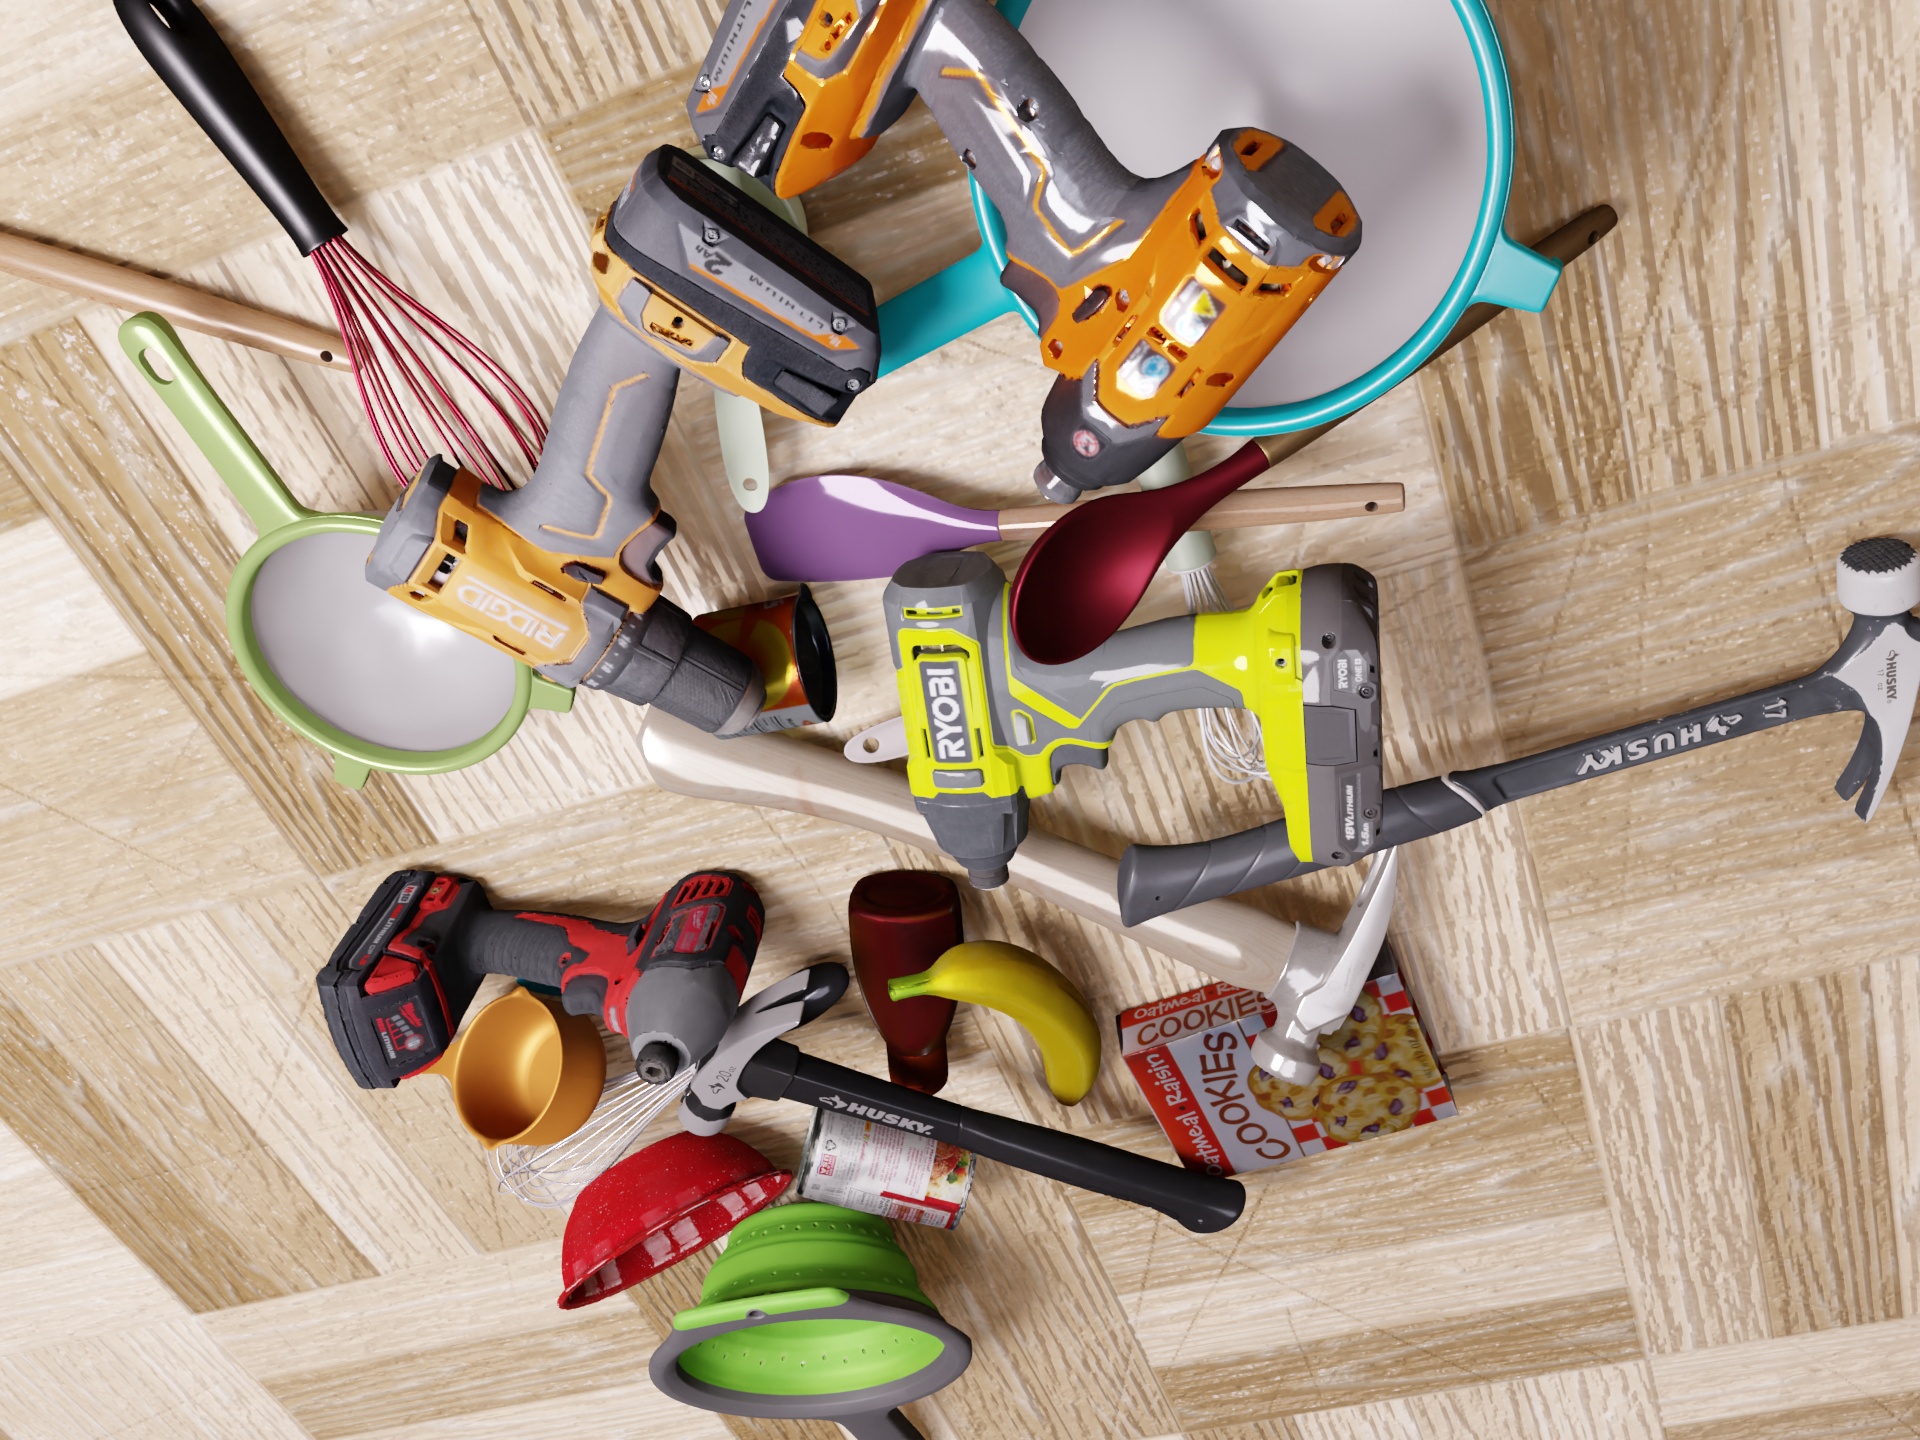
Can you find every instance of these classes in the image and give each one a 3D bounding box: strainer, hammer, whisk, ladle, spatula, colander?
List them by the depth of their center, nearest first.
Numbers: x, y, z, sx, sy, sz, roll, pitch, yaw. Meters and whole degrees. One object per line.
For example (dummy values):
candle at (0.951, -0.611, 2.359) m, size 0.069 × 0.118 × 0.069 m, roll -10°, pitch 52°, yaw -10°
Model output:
strainer at (0.067, -0.211, 0.661) m, size 0.340 × 0.095 × 0.211 m, roll -17°, pitch 108°, yaw 39°
ladle at (0.148, -0.127, 0.671) m, size 0.315 × 0.031 × 0.069 m, roll -35°, pitch 135°, yaw -3°
whisk at (-0.270, -0.195, 0.707) m, size 0.073 × 0.073 × 0.295 m, roll -24°, pitch 113°, yaw 19°
spatula at (-0.433, -0.205, 0.720) m, size 0.317 × 0.044 × 0.082 m, roll 16°, pitch 120°, yaw -7°
spatula at (0.044, -0.095, 0.742) m, size 0.316 × 0.018 × 0.059 m, roll -1°, pitch 127°, yaw 19°
whisk at (0.114, -0.071, 0.770) m, size 0.058 × 0.059 × 0.246 m, roll -32°, pitch 118°, yaw -19°
strainer at (-0.302, -0.090, 0.770) m, size 0.151 × 0.069 × 0.256 m, roll -19°, pitch 120°, yaw 19°
hammer at (0.275, 0.035, 0.803) m, size 0.409 × 0.036 × 0.149 m, roll -17°, pitch 121°, yaw 7°
hammer at (0.029, 0.061, 0.854) m, size 0.410 × 0.038 × 0.146 m, roll 21°, pitch 100°, yaw -4°
hammer at (0.013, 0.236, 0.924) m, size 0.334 × 0.035 × 0.146 m, roll 20°, pitch 134°, yaw -12°
whisk at (-0.182, 0.220, 0.978) m, size 0.284 × 0.070 × 0.070 m, roll -33°, pitch 115°, yaw 17°
colander at (-0.079, 0.427, 1.097) m, size 0.204 × 0.095 × 0.396 m, roll -12°, pitch 140°, yaw 7°

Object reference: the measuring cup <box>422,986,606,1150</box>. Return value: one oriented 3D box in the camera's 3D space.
measuring cup at (-0.291, 0.213, 0.978) m, size 0.174 × 0.095 × 0.052 m, roll -2°, pitch 162°, yaw 33°

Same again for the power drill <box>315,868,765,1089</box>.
power drill at (-0.227, 0.144, 0.878) m, size 0.219 × 0.143 × 0.078 m, roll -1°, pitch 121°, yaw 8°

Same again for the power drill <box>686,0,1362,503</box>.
power drill at (0.013, -0.191, 0.593) m, size 0.226 × 0.084 × 0.164 m, roll 40°, pitch 133°, yaw 0°

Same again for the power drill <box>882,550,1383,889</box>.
power drill at (0.083, 0.004, 0.750) m, size 0.223 × 0.080 × 0.171 m, roll -1°, pitch 116°, yaw 16°

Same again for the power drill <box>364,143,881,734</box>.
power drill at (-0.122, -0.102, 0.685) m, size 0.185 × 0.084 × 0.226 m, roll 31°, pitch 115°, yaw -24°

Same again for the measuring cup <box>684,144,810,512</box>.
measuring cup at (-0.102, -0.176, 0.719) m, size 0.083 × 0.038 × 0.167 m, roll 0°, pitch 125°, yaw 5°

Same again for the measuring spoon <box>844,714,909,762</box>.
measuring spoon at (-0.001, -0.003, 0.826) m, size 0.124 × 0.018 × 0.034 m, roll -17°, pitch 99°, yaw 4°

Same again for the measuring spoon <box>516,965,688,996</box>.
measuring spoon at (-0.207, 0.154, 0.961) m, size 0.128 × 0.021 × 0.042 m, roll 0°, pitch 131°, yaw 15°
